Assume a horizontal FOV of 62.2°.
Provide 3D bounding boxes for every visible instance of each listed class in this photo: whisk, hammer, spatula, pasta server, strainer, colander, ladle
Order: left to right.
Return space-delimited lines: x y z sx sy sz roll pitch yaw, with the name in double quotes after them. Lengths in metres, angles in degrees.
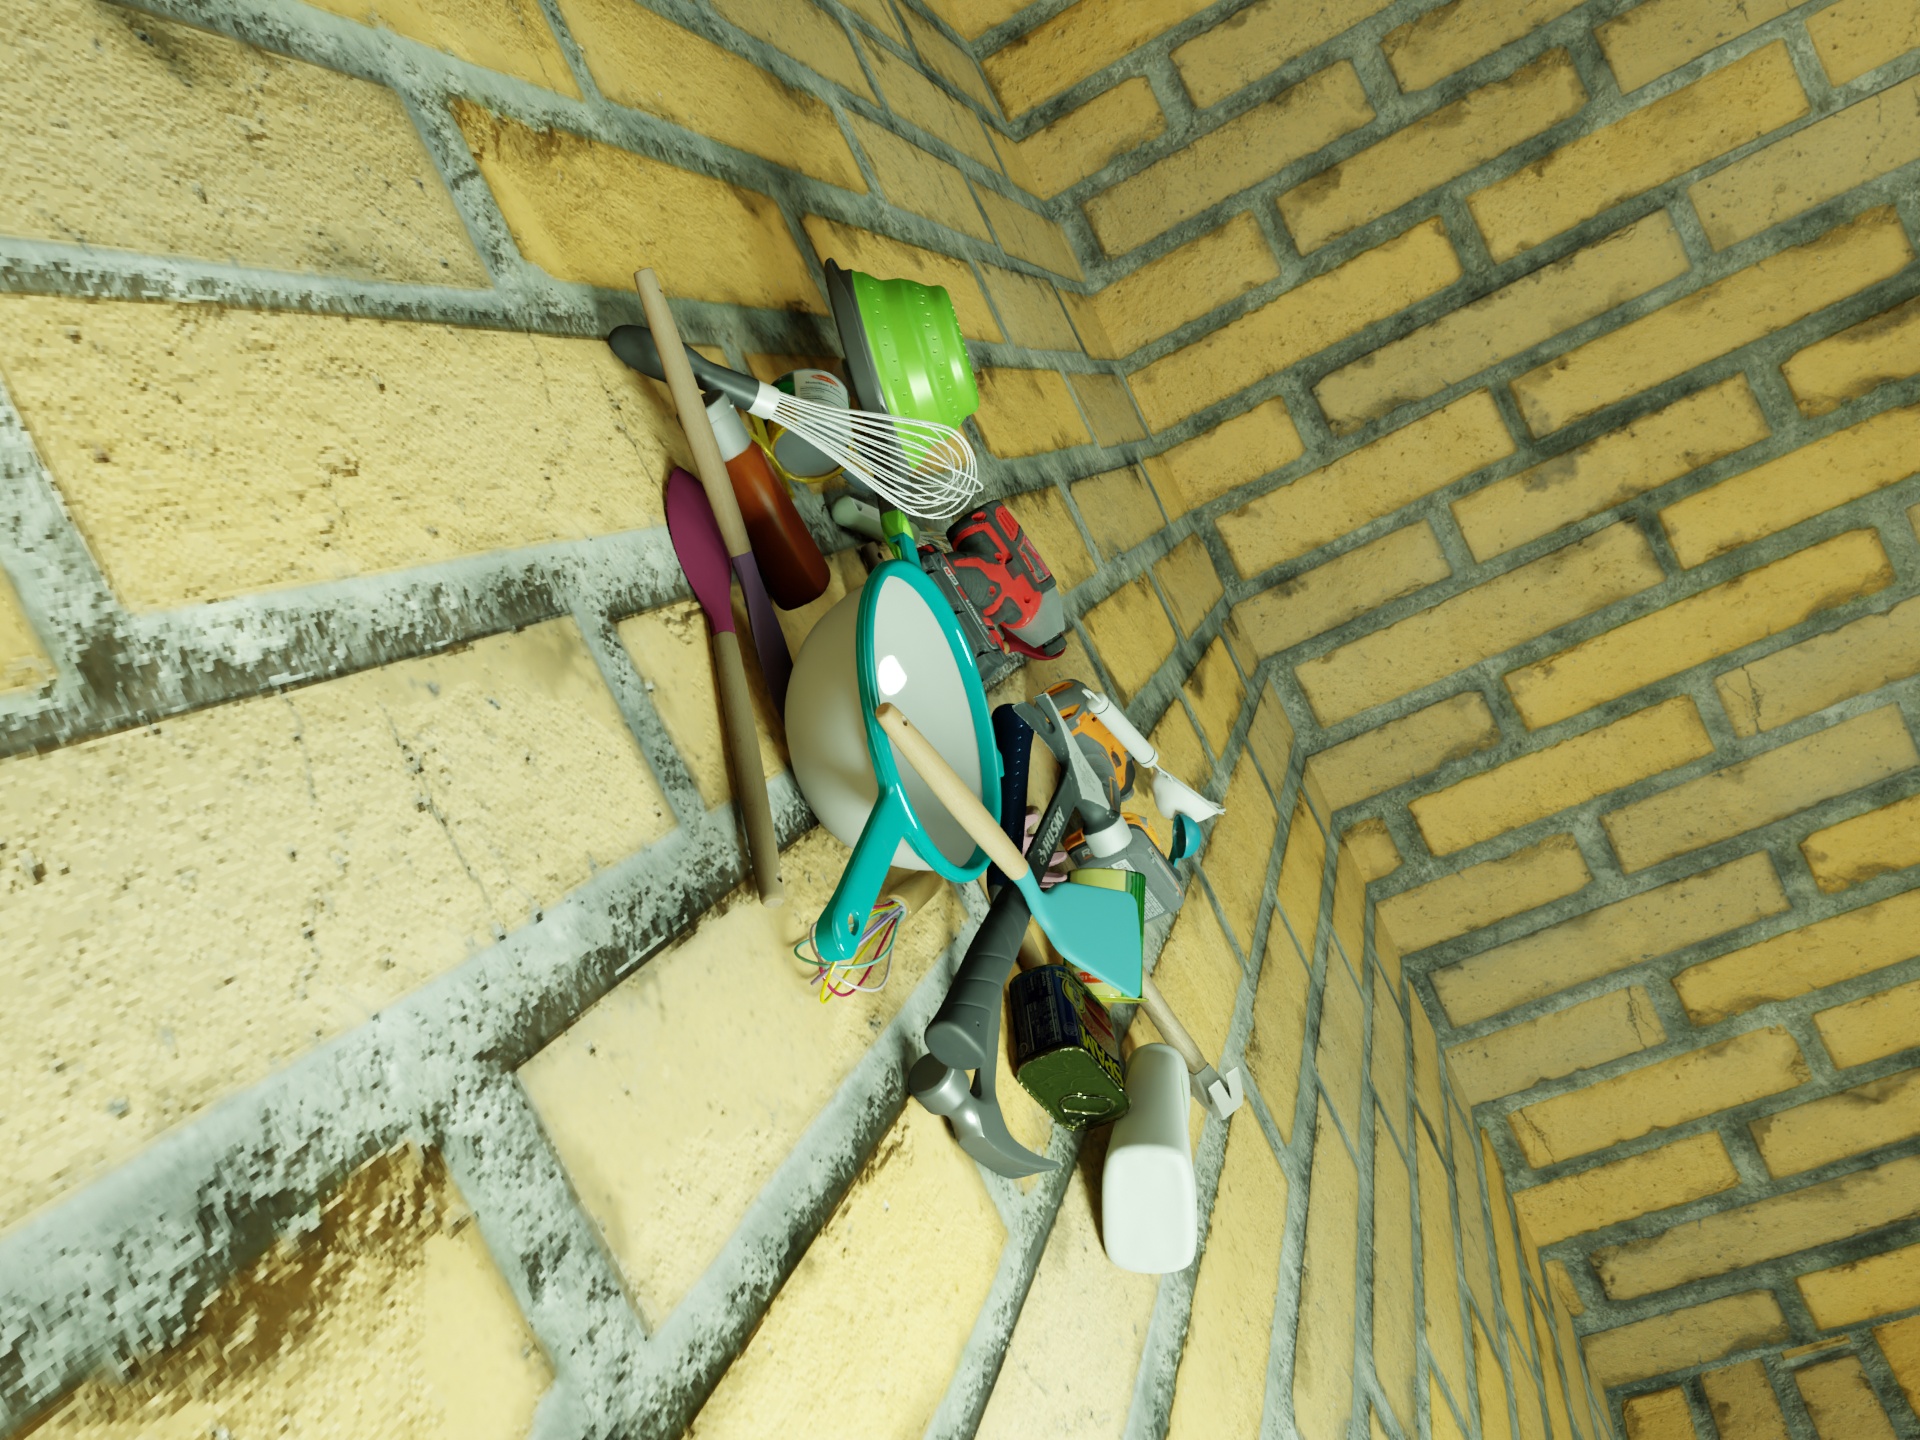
-0.148 -0.130 1.008 0.060 0.018 0.316 -58 132 -72 "spatula"
-0.108 -0.207 1.091 0.284 0.070 0.070 19 42 -27 "whisk"
-0.066 0.040 0.973 0.341 0.095 0.210 -69 141 -57 "strainer"
-0.050 0.128 1.001 0.245 0.051 0.047 -28 114 -76 "whisk"
-0.041 -0.157 1.369 0.058 0.059 0.246 59 20 20 "whisk"
-0.031 -0.253 1.292 0.398 0.094 0.204 -101 173 -50 "colander"
-0.002 -0.004 1.293 0.060 0.040 0.316 -25 89 -58 "pasta server"
0.033 -0.065 1.479 0.069 0.031 0.315 36 18 11 "ladle"
0.030 0.139 1.147 0.144 0.035 0.406 54 27 -33 "hammer"
0.036 0.078 1.006 0.317 0.044 0.082 51 33 -45 "spatula"
0.044 0.111 1.109 0.149 0.036 0.409 62 24 -13 "hammer"
0.145 0.212 1.379 0.331 0.031 0.130 56 -12 -12 "hammer"
0.175 0.039 1.476 0.087 0.050 0.258 35 -6 47 "strainer"

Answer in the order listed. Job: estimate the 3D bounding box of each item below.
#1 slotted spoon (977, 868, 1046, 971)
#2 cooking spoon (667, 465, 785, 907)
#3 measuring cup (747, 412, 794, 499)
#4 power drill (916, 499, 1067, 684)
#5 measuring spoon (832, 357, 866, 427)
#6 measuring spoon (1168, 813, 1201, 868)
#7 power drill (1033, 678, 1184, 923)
0.007 0.091 1.215 0.313 0.031 0.070 63 18 -12 "slotted spoon"
-0.140 -0.030 0.972 0.068 0.017 0.319 38 31 -54 "cooking spoon"
-0.156 -0.202 1.154 0.062 0.029 0.157 51 11 -38 "measuring cup"
0.016 -0.094 1.303 0.143 0.078 0.220 57 30 -4 "power drill"
-0.089 -0.265 1.430 0.034 0.018 0.124 -56 127 -69 "measuring spoon"
0.211 0.139 1.522 0.128 0.021 0.042 97 -13 -45 "measuring spoon"
0.144 0.086 1.520 0.164 0.084 0.227 51 20 -42 "power drill"
